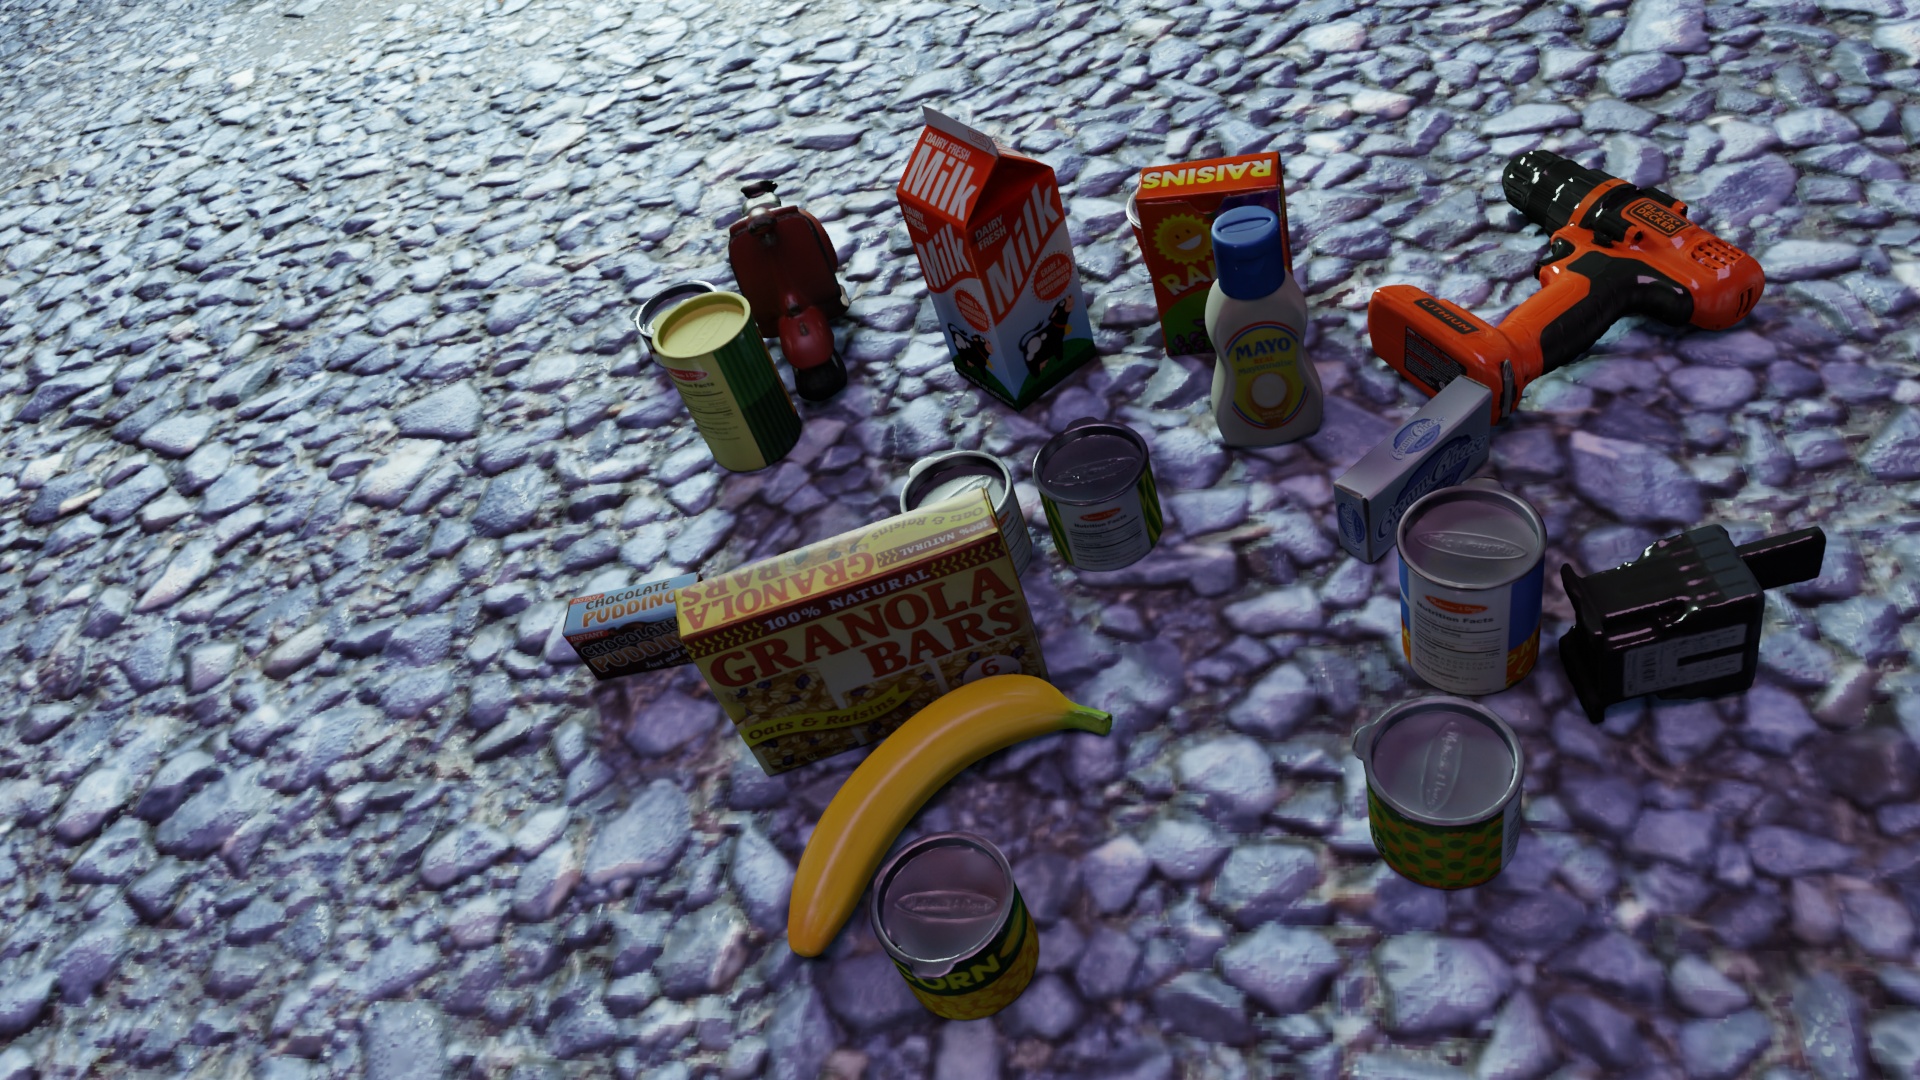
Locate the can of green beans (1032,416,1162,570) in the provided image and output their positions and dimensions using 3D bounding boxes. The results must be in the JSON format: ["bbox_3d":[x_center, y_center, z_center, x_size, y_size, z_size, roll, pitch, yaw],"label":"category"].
[{"bbox_3d":[0.080,-0.025,0.795,0.071,0.057,0.071,-10,46,11],"label":"can of green beans"}]

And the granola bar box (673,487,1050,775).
[{"bbox_3d":[-0.047,0.051,0.720,0.165,0.123,0.039,-19,45,2],"label":"granola bar box"}]

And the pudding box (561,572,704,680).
[{"bbox_3d":[-0.185,0.051,0.822,0.084,0.049,0.030,-11,46,9],"label":"pudding box"}]

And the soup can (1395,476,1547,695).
[{"bbox_3d":[0.247,0.023,0.672,0.071,0.083,0.072,-10,46,11],"label":"soup can"}]

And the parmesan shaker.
[{"bbox_3d":[-0.155,-0.105,0.920,0.071,0.102,0.072,-10,46,11],"label":"parmesan shaker"}]

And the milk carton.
[{"bbox_3d":[0.021,-0.181,0.869,0.073,0.189,0.072,-38,47,-17],"label":"milk carton"}]

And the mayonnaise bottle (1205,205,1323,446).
[{"bbox_3d":[0.169,-0.119,0.788,0.065,0.147,0.041,-10,46,11],"label":"mayonnaise bottle"}]

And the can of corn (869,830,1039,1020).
[{"bbox_3d":[-0.002,0.178,0.631,0.071,0.058,0.071,-10,46,11],"label":"can of corn"}]

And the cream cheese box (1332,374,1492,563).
[{"bbox_3d":[0.246,-0.038,0.752,0.104,0.053,0.024,-38,47,-17],"label":"cream cheese box"}]

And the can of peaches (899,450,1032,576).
[{"bbox_3d":[0.003,-0.010,0.807,0.071,0.057,0.071,-10,46,11],"label":"can of peaches"}]

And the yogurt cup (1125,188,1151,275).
[{"bbox_3d":[0.151,-0.212,0.949,0.072,0.053,0.073,-10,46,11],"label":"yogurt cup"}]

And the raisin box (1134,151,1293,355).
[{"bbox_3d":[0.161,-0.175,0.862,0.086,0.122,0.040,-2,48,18],"label":"raisin box"}]

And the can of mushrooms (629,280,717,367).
[{"bbox_3d":[-0.210,-0.162,1.043,0.071,0.033,0.071,-10,46,10],"label":"can of mushrooms"}]

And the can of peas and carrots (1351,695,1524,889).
[{"bbox_3d":[0.212,0.112,0.618,0.071,0.058,0.071,-10,46,11],"label":"can of peas and carrots"}]
